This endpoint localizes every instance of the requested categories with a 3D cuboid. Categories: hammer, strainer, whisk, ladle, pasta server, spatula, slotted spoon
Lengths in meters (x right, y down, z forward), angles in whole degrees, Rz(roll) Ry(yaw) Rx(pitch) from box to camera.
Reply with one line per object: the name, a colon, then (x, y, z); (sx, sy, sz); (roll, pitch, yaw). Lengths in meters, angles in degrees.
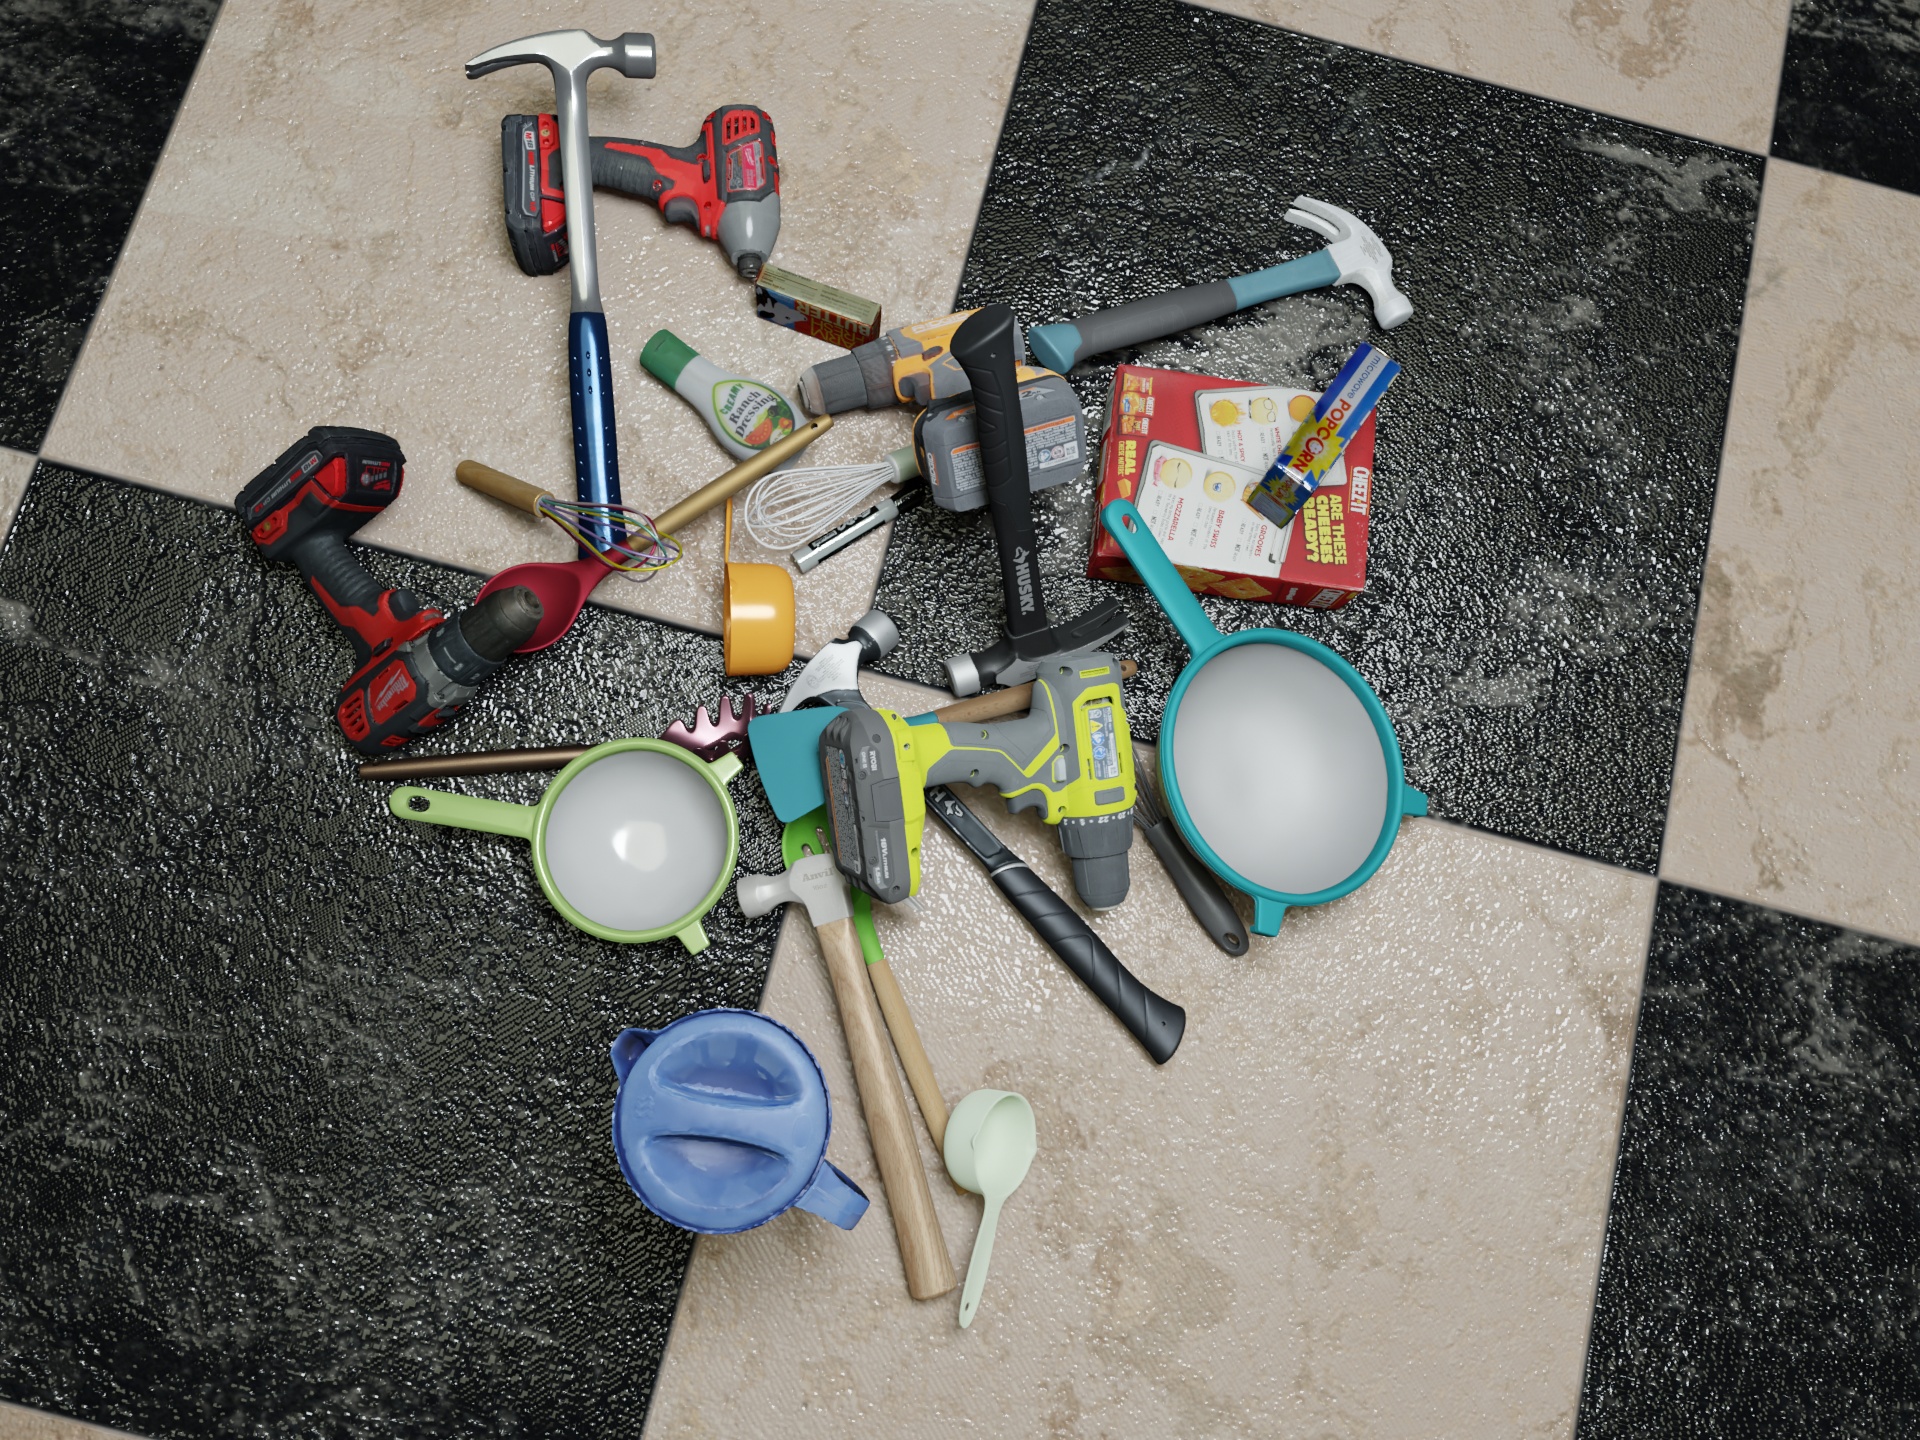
hammer: (-0.297, -0.327, 1.238); (0.144, 0.035, 0.405); (-4, 95, -13)
strainer: (-0.292, 0.083, 1.191); (0.256, 0.069, 0.151); (9, 80, -1)
whisk: (-0.061, -0.196, 1.260); (0.246, 0.058, 0.059); (-24, 110, -23)
ladle: (-0.233, -0.149, 1.225); (0.315, 0.031, 0.069); (-33, 86, -2)
strainer: (0.191, -0.011, 1.217); (0.211, 0.095, 0.340); (-32, 88, -27)
pasta server: (-0.302, 0.021, 1.220); (0.316, 0.040, 0.060); (-4, 37, -3)
whisk: (0.149, 0.084, 1.235); (0.055, 0.055, 0.239); (-34, 87, -10)
hammer: (-0.060, 0.258, 1.172); (0.130, 0.031, 0.331); (-17, 85, 8)
hammer: (0.021, 0.103, 1.214); (0.409, 0.036, 0.149); (46, 63, 3)
hammer: (0.211, -0.346, 1.313); (0.331, 0.033, 0.128); (-20, 78, -17)
whisk: (-0.304, -0.157, 1.206); (0.245, 0.051, 0.047); (24, 72, 31)
spatula: (-0.002, -0.004, 1.216); (0.317, 0.044, 0.082); (-15, 77, -26)
hammer: (0.042, -0.152, 1.144); (0.146, 0.334, 0.035); (-18, 49, -6)
slotted spoon: (-0.056, 0.208, 1.203); (0.070, 0.031, 0.314); (-22, 82, -8)

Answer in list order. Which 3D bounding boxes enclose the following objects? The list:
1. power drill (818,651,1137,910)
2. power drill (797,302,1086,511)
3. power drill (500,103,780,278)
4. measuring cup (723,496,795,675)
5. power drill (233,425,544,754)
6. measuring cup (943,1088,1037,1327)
power drill: (0.024, 0.059, 1.154); (0.228, 0.080, 0.190); (-10, 98, -22)
power drill: (-0.018, -0.245, 1.225); (0.185, 0.084, 0.226); (-17, 37, -9)
power drill: (-0.257, -0.428, 1.302); (0.219, 0.078, 0.143); (-4, 79, -8)
measuring cup: (-0.159, -0.114, 1.246); (0.052, 0.095, 0.174); (1, 59, -11)
power drill: (-0.422, -0.109, 1.189); (0.188, 0.080, 0.227); (-32, 82, 20)
measuring cup: (0.009, 0.351, 1.155); (0.038, 0.083, 0.168); (5, 77, 38)
